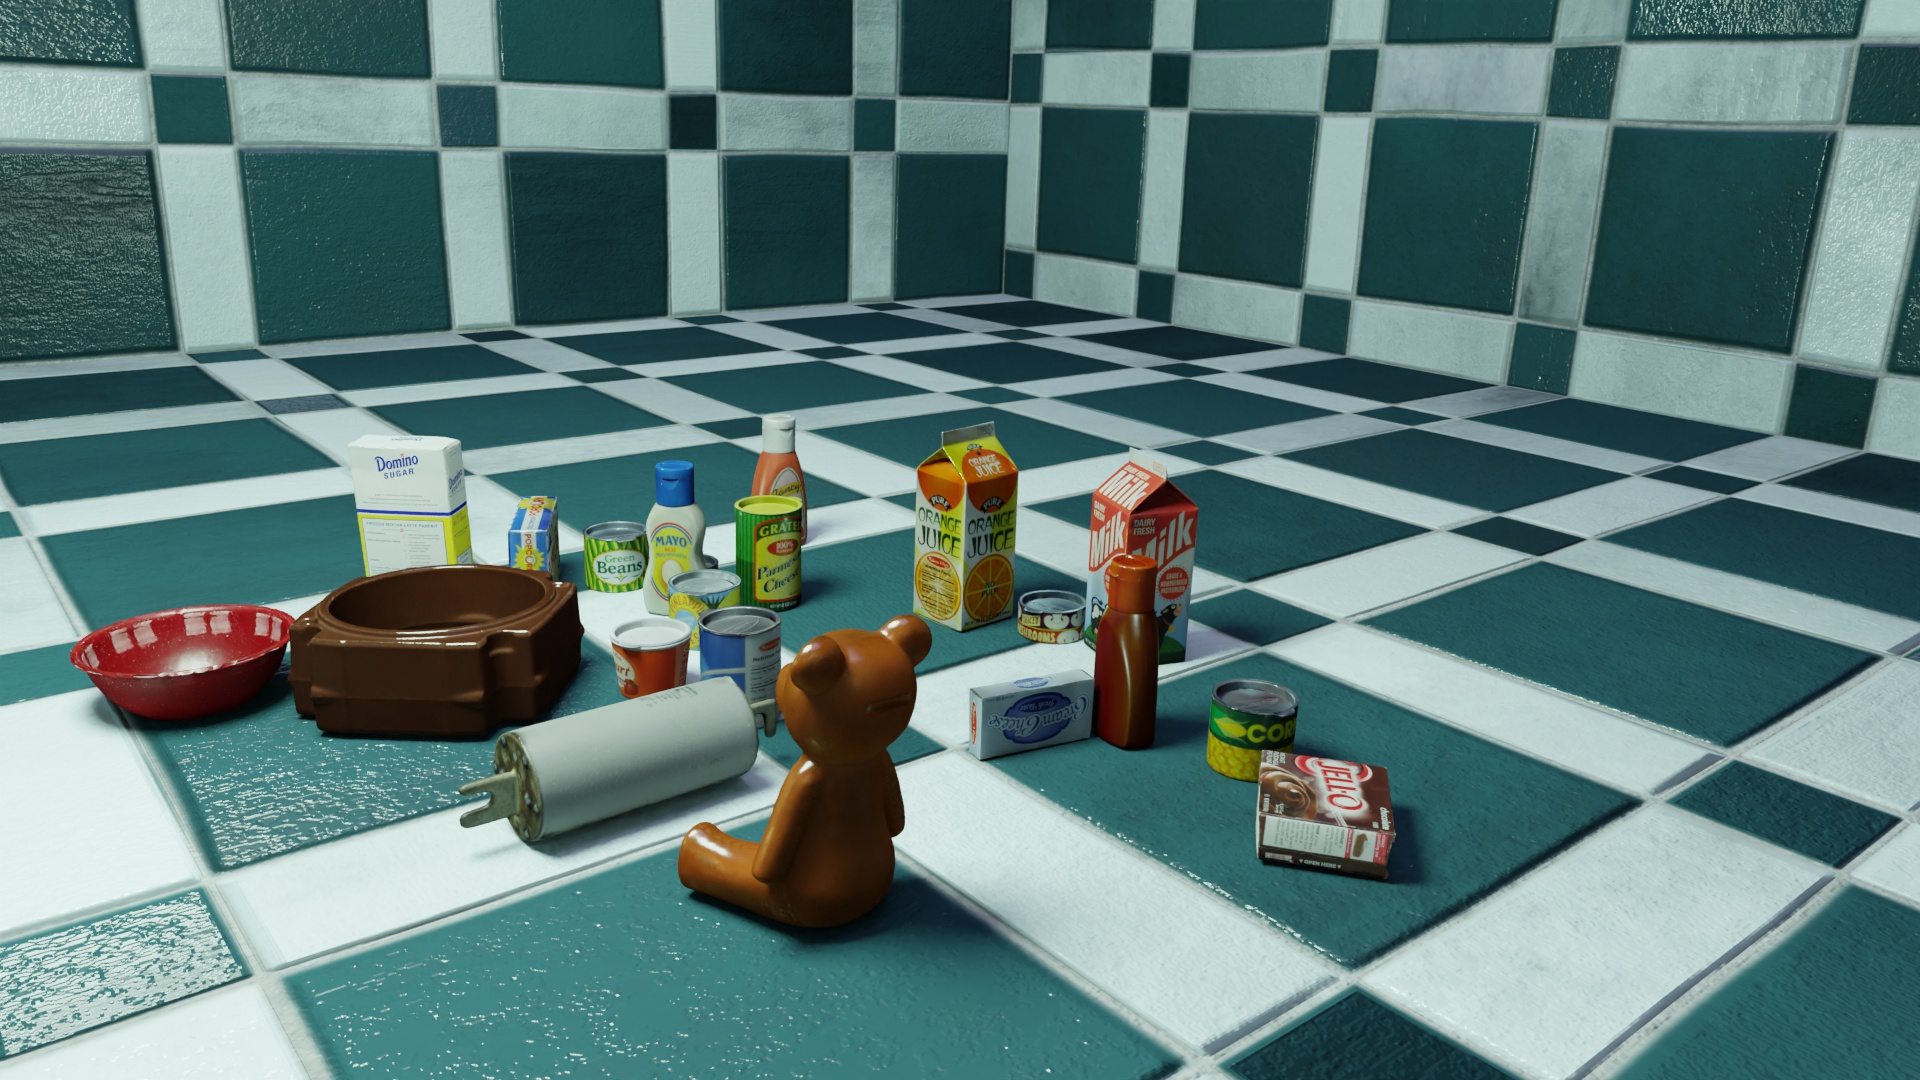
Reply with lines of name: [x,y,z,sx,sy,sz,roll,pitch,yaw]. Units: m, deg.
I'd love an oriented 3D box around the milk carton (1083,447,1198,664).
milk carton: [0.164,0.015,1.265,0.073,0.189,0.072,-5,18,-21]

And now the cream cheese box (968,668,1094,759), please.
cream cheese box: [0.055,0.136,1.092,0.104,0.053,0.024,-7,19,-27]

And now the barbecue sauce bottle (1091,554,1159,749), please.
barbecue sauce bottle: [0.132,0.086,1.101,0.044,0.148,0.065,-5,18,-23]

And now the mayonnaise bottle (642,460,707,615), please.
mayonnaise bottle: [-0.275,-0.002,1.342,0.065,0.147,0.041,3,17,4]

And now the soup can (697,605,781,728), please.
soup can: [-0.180,0.102,1.125,0.071,0.083,0.071,2,17,0]

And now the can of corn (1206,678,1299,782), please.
can of corn: [0.226,0.147,1.068,0.071,0.058,0.071,2,17,0]

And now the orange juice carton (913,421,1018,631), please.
orange juice carton: [0.005,-0.017,1.345,0.072,0.192,0.073,-13,23,-41]

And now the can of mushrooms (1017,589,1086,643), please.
can of mushrooms: [0.086,0.073,1.331,0.071,0.033,0.071,2,17,0]

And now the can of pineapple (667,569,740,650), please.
can of pineapple: [-0.237,0.064,1.284,0.071,0.057,0.071,2,17,0]

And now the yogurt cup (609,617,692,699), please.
yogurt cup: [-0.260,0.101,1.172,0.072,0.053,0.072,2,17,0]

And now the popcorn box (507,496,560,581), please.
popcorn box: [-0.425,0.012,1.387,0.038,0.085,0.127,-2,17,-11]

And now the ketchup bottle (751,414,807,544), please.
ketchup bottle: [-0.203,-0.066,1.555,0.065,0.148,0.043,-10,21,-35]

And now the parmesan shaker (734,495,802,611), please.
parmesan shaker: [-0.188,0.013,1.381,0.071,0.102,0.071,2,17,0]

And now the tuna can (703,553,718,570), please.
tuna can: [-0.279,0.036,1.412,0.071,0.032,0.071,2,17,0]

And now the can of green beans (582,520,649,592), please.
can of green beans: [-0.353,0.017,1.426,0.071,0.057,0.071,2,17,0]
